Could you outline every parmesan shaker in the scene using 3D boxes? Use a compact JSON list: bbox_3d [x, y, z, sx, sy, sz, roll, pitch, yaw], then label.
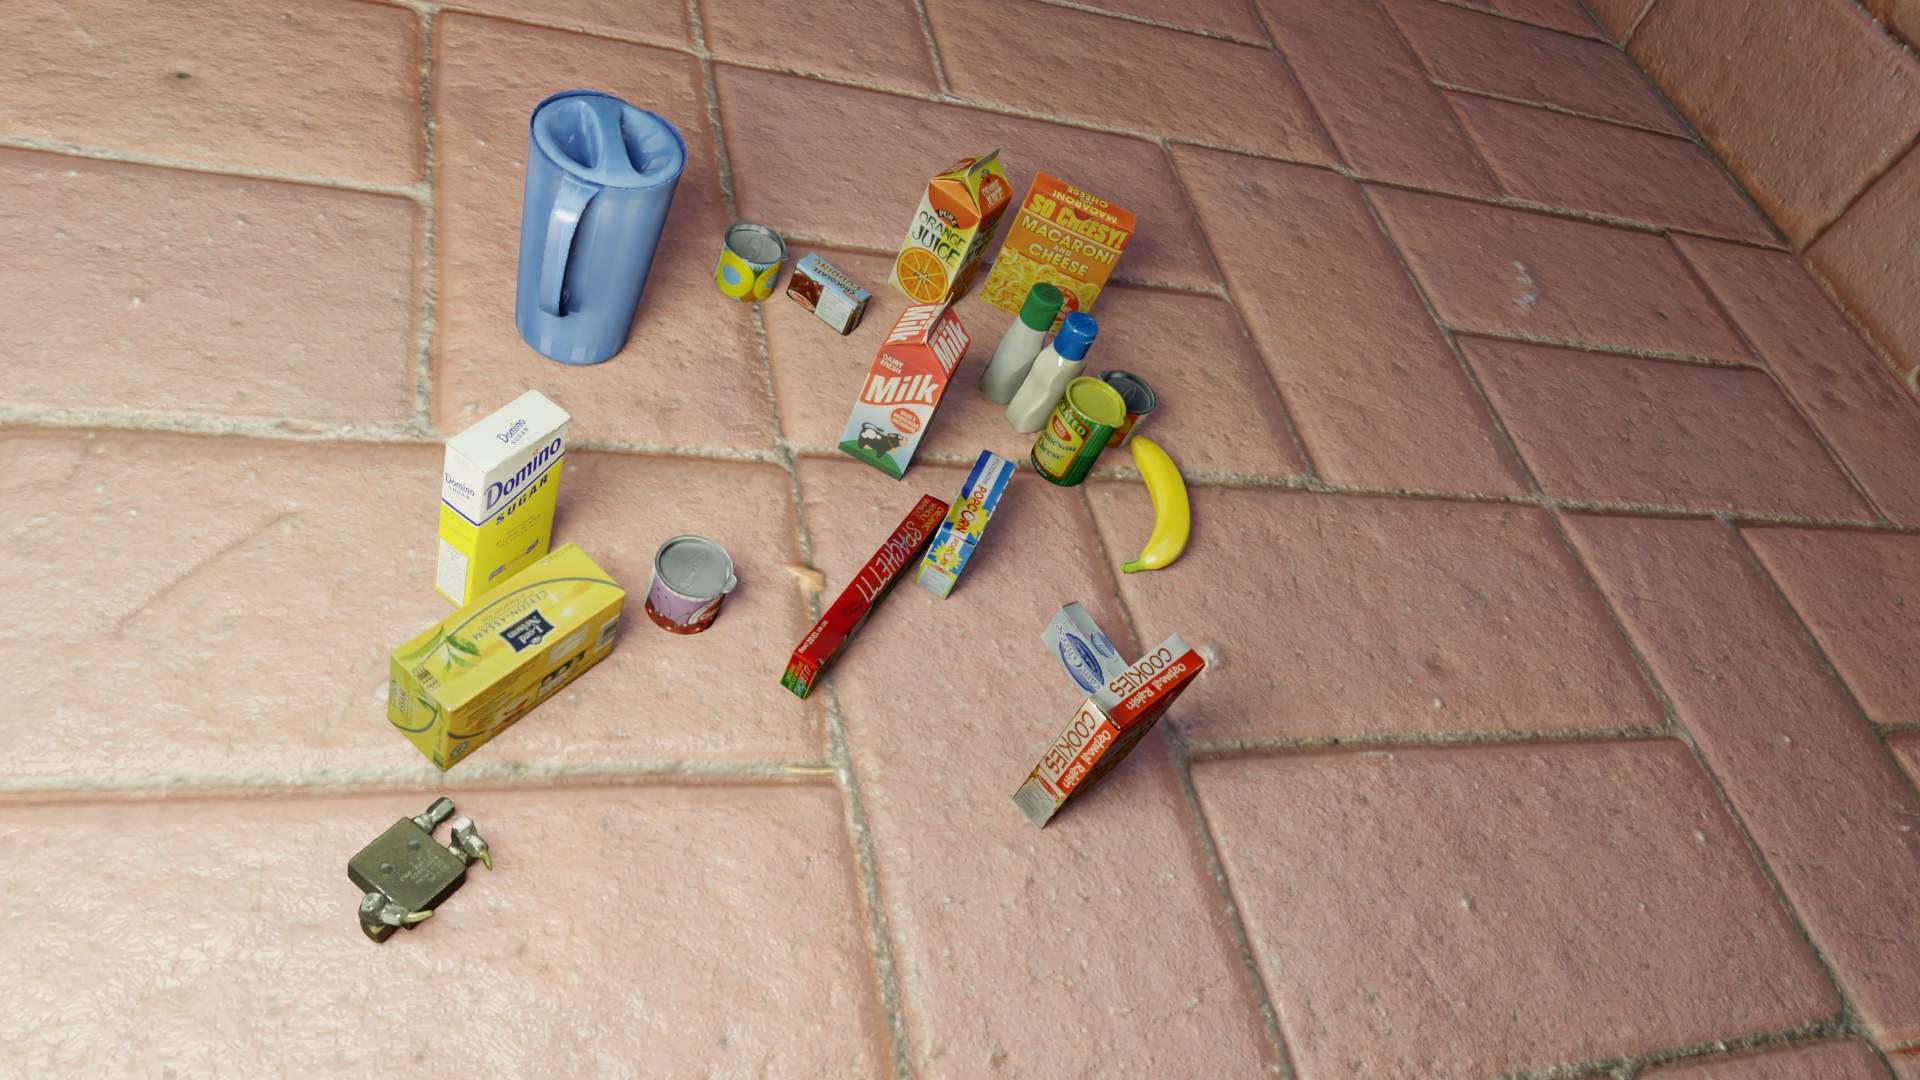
[{"bbox_3d":[0.123,-0.110,1.450,0.071,0.102,0.072,13,48,-15],"label":"parmesan shaker"}]

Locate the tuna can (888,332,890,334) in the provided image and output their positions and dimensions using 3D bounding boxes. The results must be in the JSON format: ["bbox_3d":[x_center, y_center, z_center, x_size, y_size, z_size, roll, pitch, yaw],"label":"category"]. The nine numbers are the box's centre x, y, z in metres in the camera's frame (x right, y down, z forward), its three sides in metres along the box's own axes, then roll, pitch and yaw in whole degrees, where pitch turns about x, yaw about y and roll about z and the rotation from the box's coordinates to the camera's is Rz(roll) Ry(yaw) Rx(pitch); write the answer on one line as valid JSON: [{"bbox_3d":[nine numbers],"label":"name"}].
[{"bbox_3d":[-0.049,-0.196,1.491,0.071,0.032,0.071,13,48,-15],"label":"tuna can"}]

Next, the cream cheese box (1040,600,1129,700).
[{"bbox_3d":[0.121,0.112,1.293,0.024,0.053,0.104,-19,62,-36],"label":"cream cheese box"}]

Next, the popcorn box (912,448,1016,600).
[{"bbox_3d":[0.005,-0.017,1.326,0.038,0.084,0.127,28,46,-1],"label":"popcorn box"}]

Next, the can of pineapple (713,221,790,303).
[{"bbox_3d":[-0.223,-0.294,1.475,0.071,0.057,0.071,13,48,-15],"label":"can of pineapple"}]

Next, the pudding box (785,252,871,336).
[{"bbox_3d":[-0.142,-0.265,1.495,0.084,0.049,0.030,36,46,7],"label":"pudding box"}]

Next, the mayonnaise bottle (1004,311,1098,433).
[{"bbox_3d":[0.100,-0.177,1.465,0.065,0.147,0.041,-22,64,-37],"label":"mayonnaise bottle"}]

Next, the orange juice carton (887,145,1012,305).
[{"bbox_3d":[-0.006,-0.347,1.530,0.073,0.191,0.072,38,46,8],"label":"orange juice carton"}]

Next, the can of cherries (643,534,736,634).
[{"bbox_3d":[-0.231,0.040,1.184,0.071,0.058,0.072,13,48,-15],"label":"can of cherries"}]

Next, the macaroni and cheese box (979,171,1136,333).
[{"bbox_3d":[0.109,-0.320,1.580,0.124,0.165,0.040,22,46,-7],"label":"macaroni and cheese box"}]

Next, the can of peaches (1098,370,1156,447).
[{"bbox_3d":[0.172,-0.147,1.536,0.071,0.057,0.071,13,48,-15],"label":"can of peaches"}]

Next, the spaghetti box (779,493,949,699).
[{"bbox_3d":[-0.082,0.045,1.256,0.029,0.050,0.251,33,46,4],"label":"spaghetti box"}]

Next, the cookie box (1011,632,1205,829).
[{"bbox_3d":[0.125,0.162,1.172,0.040,0.166,0.123,46,48,16],"label":"cookie box"}]

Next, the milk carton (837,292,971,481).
[{"bbox_3d":[-0.050,-0.154,1.345,0.073,0.189,0.073,28,46,-1],"label":"milk carton"}]

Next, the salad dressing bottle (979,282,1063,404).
[{"bbox_3d":[0.066,-0.209,1.477,0.044,0.146,0.064,42,47,12],"label":"salad dressing bottle"}]
